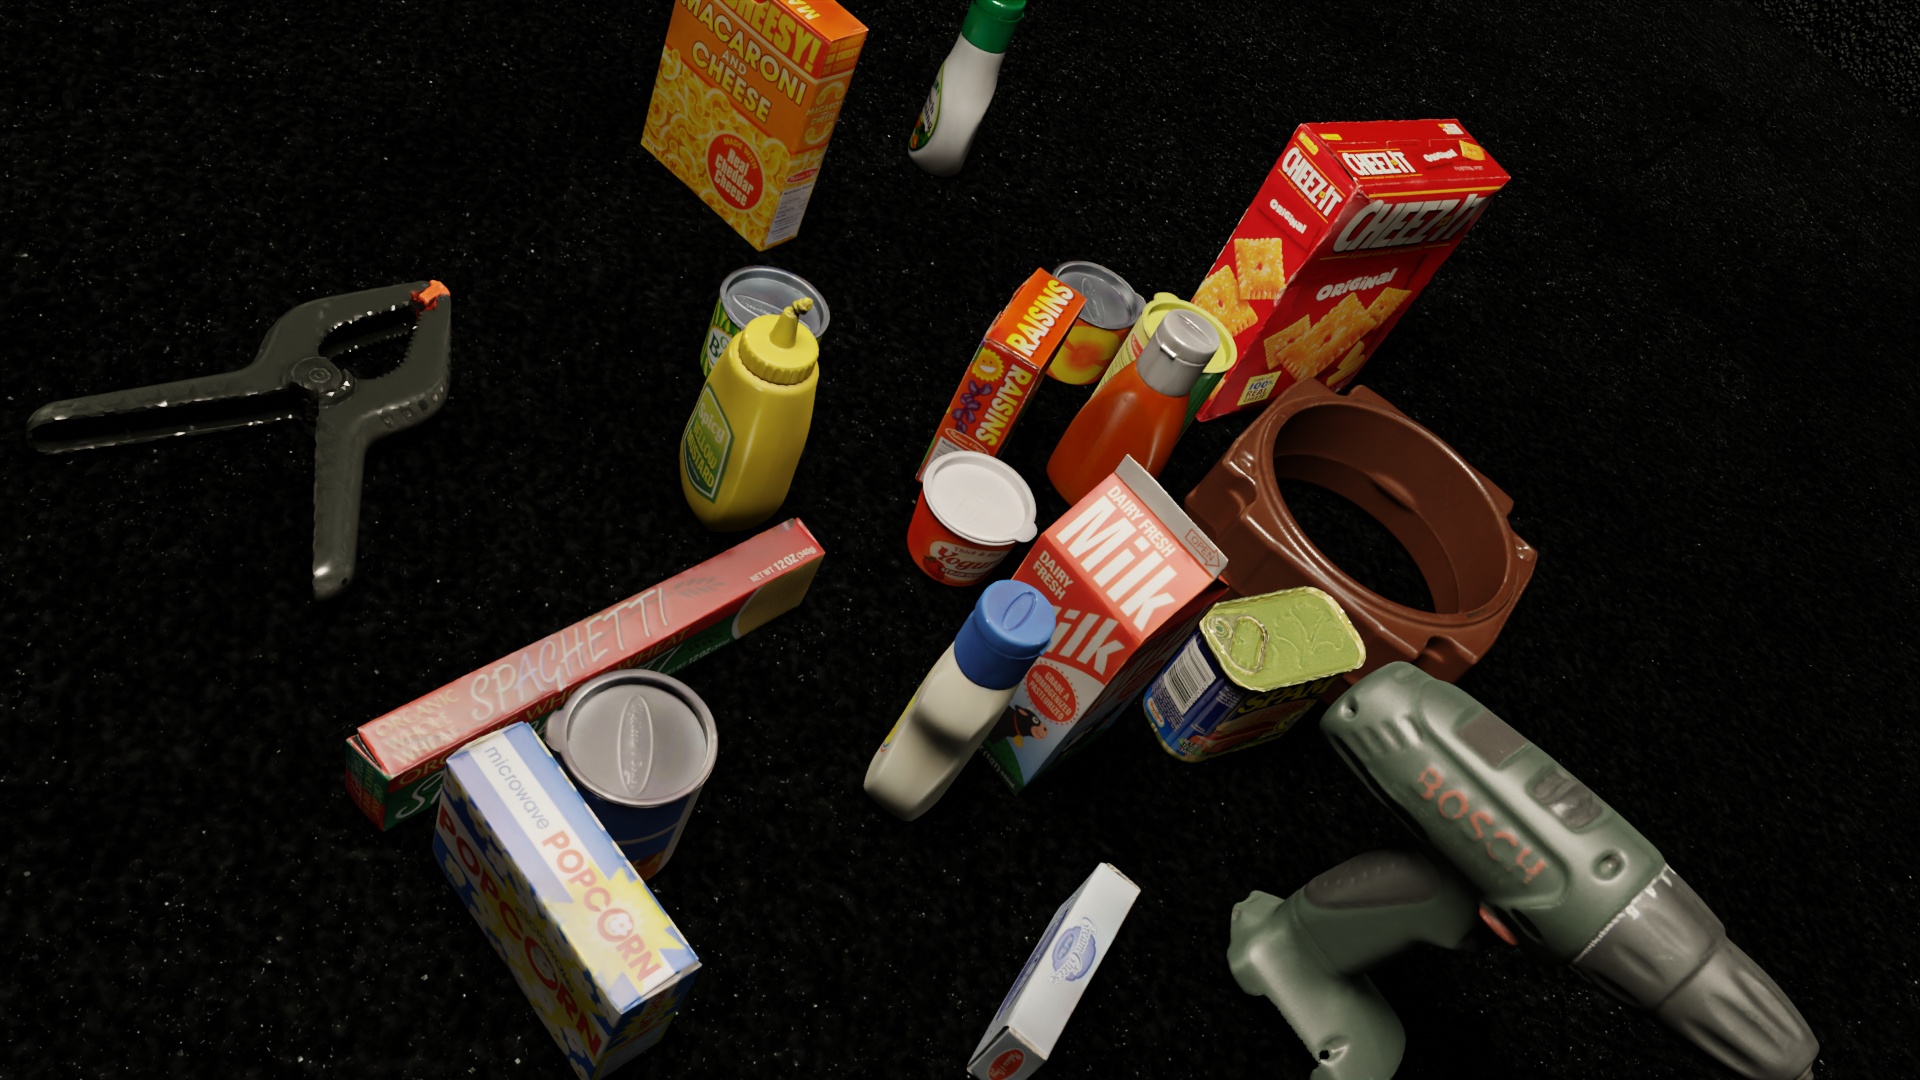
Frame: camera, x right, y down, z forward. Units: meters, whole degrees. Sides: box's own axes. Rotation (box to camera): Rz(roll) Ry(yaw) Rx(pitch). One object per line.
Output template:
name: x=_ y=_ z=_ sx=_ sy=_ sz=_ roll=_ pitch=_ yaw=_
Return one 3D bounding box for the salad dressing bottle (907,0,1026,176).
salad dressing bottle: x=0.005 y=-0.340 z=1.027 sx=0.044 sy=0.146 sz=0.064 roll=14 pitch=47 yaw=-16

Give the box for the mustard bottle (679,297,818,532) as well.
mustard bottle: x=-0.107 y=-0.071 z=0.729 sx=0.049 sy=0.159 sz=0.065 roll=-11 pitch=58 yaw=-33

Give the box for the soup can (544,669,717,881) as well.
soup can: x=-0.151 y=0.106 z=0.608 sx=0.071 sy=0.083 sz=0.072 roll=14 pitch=47 yaw=-15

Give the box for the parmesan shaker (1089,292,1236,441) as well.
parmesan shaker: x=0.125 y=-0.100 z=0.909 sx=0.071 sy=0.102 sz=0.072 roll=14 pitch=47 yaw=-15

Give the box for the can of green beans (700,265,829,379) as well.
can of green beans: x=-0.119 y=-0.122 z=0.840 sx=0.071 sy=0.057 sz=0.071 roll=14 pitch=47 yaw=-15

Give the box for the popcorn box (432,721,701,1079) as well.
popcorn box: x=-0.164 y=0.147 z=0.564 sx=0.038 sy=0.084 sz=0.127 roll=-27 pitch=67 yaw=-40

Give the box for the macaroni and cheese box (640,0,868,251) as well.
macaroni and cheese box: x=-0.138 y=-0.291 z=0.900 sx=0.124 sy=0.165 sz=0.040 roll=43 pitch=47 yaw=13

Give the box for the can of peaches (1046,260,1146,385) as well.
can of peaches: x=0.085 y=-0.150 z=0.964 sx=0.071 sy=0.057 sz=0.071 roll=14 pitch=47 yaw=-15

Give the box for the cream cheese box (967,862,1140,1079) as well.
cream cheese box: x=0.043 y=0.201 z=0.642 sx=0.024 sy=0.053 sz=0.104 roll=36 pitch=45 yaw=6

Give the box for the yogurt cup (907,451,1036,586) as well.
yogurt cup: x=0.003 y=-0.010 z=0.805 sx=0.072 sy=0.053 sz=0.073 roll=14 pitch=47 yaw=-15

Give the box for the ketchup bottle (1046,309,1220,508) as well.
ketchup bottle: x=0.107 y=-0.075 z=0.846 sx=0.065 sy=0.148 sz=0.044 roll=45 pitch=47 yaw=14

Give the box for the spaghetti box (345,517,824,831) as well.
spaghetti box: x=-0.169 y=0.057 z=0.664 sx=0.251 sy=0.050 sz=0.029 roll=-29 pitch=69 yaw=-41

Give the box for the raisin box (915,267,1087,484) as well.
raisin box: x=0.024 y=-0.091 z=0.837 sx=0.040 sy=0.122 sz=0.086 roll=32 pitch=45 yaw=2

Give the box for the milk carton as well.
milk carton: x=0.065 y=0.042 z=0.695 sx=0.074 sy=0.189 sz=0.072 roll=-26 pitch=67 yaw=-40

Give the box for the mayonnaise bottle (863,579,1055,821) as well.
mayonnaise bottle: x=0.000 y=0.075 z=0.663 sx=0.041 sy=0.147 sz=0.065 roll=35 pitch=45 yaw=5
